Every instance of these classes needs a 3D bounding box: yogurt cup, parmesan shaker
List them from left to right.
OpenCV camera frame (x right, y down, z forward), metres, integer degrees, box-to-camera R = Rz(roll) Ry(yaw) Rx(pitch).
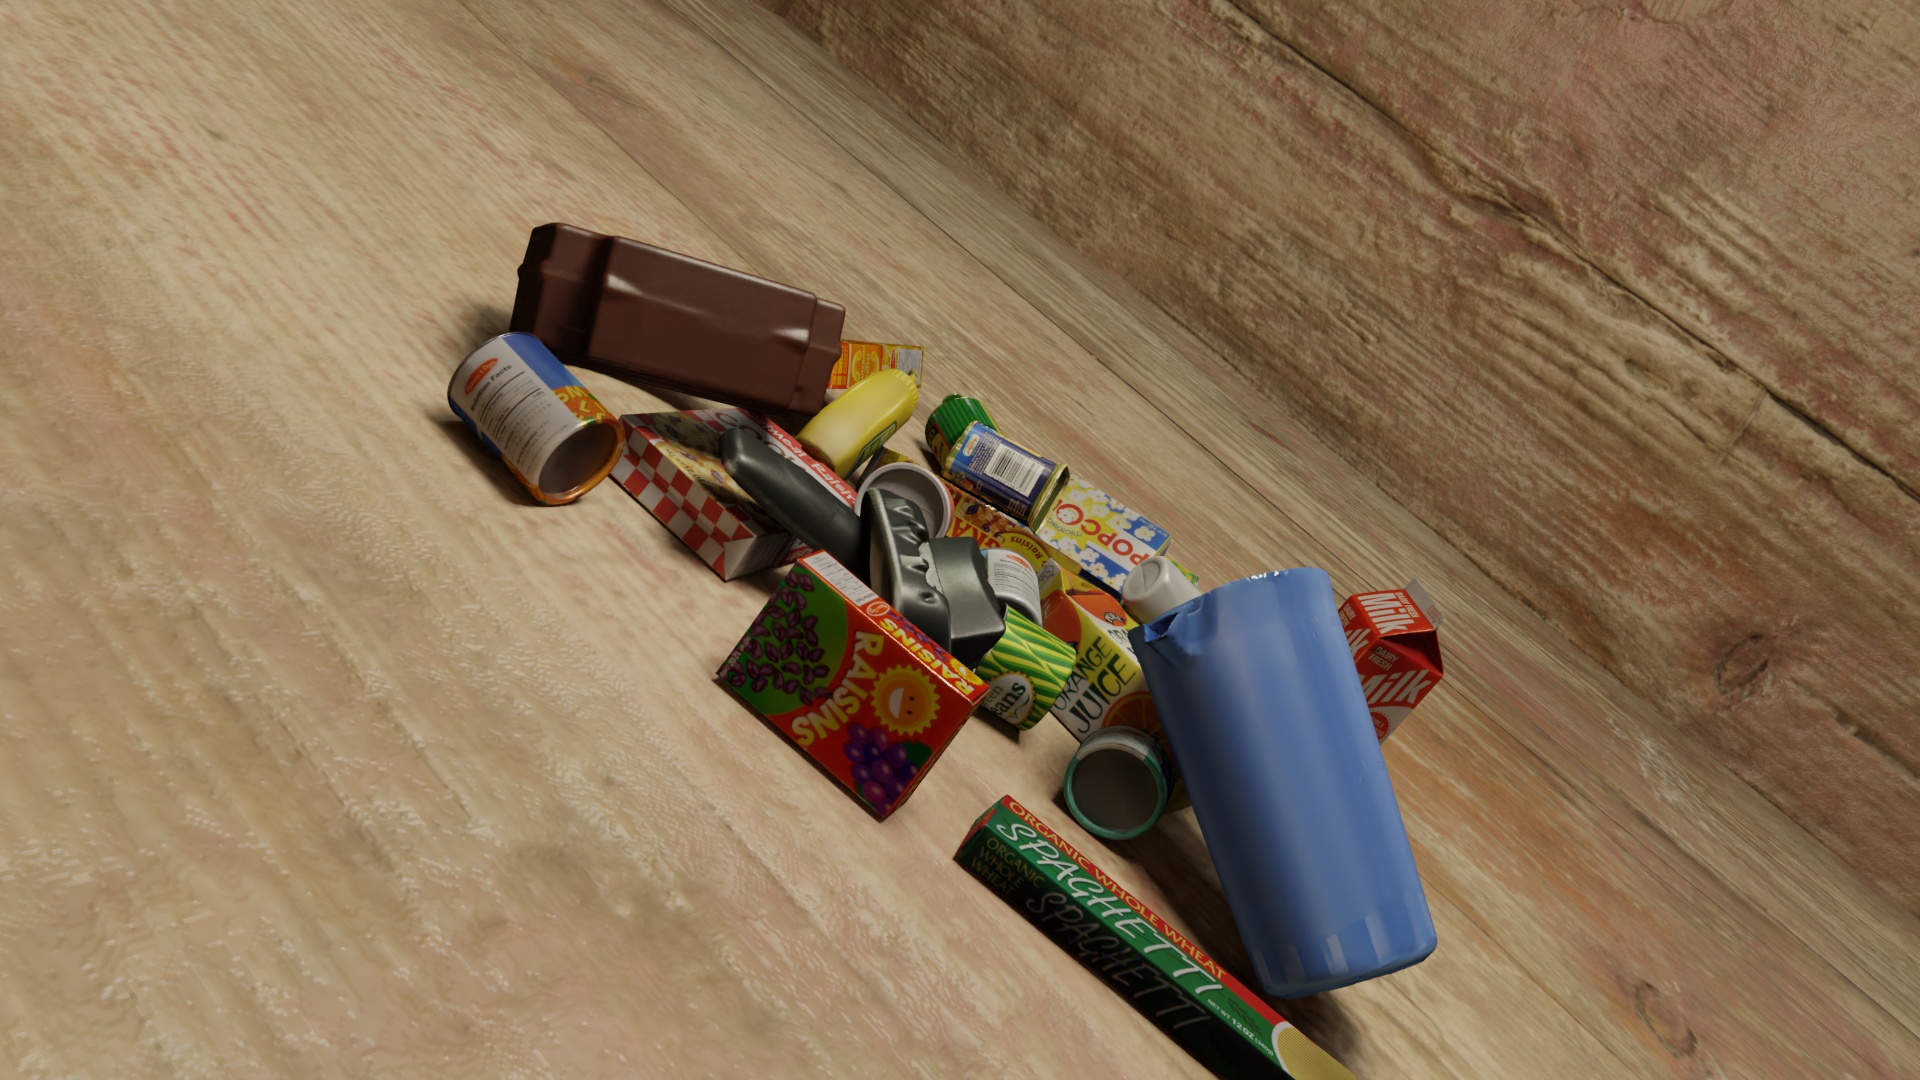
[{"bbox_3d":[-0.036,-0.021,0.980,0.072,0.072,0.054,38,8,8],"label":"yogurt cup"},{"bbox_3d":[0.012,-0.080,1.266,0.071,0.071,0.103,23,23,-32],"label":"parmesan shaker"}]

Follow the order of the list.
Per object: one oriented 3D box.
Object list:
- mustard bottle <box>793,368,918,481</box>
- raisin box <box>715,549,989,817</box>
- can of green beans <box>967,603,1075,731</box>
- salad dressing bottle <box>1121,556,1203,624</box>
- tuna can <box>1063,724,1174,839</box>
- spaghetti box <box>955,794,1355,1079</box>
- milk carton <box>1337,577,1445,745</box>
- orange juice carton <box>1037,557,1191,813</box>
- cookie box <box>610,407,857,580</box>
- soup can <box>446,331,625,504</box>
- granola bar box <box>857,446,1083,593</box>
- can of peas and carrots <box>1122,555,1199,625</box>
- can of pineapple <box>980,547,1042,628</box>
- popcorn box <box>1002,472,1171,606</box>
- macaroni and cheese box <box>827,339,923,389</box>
[{"bbox_3d":[-0.074,-0.096,1.084,0.049,0.065,0.161,42,48,2],"label":"mustard bottle"},{"bbox_3d":[-0.058,0.077,0.755,0.123,0.086,0.040,39,14,9],"label":"raisin box"},{"bbox_3d":[0.035,0.085,0.925,0.058,0.071,0.071,34,19,-8],"label":"can of green beans"},{"bbox_3d":[0.184,0.073,1.063,0.147,0.044,0.064,43,25,-24],"label":"salad dressing bottle"},{"bbox_3d":[0.100,0.155,0.876,0.071,0.071,0.033,38,20,8],"label":"tuna can"},{"bbox_3d":[0.106,0.232,0.756,0.250,0.028,0.050,38,18,7],"label":"spaghetti box"},{"bbox_3d":[0.325,0.117,1.147,0.073,0.190,0.072,30,20,-17],"label":"milk carton"},{"bbox_3d":[0.108,0.101,1.001,0.193,0.071,0.073,45,20,25],"label":"orange juice carton"},{"bbox_3d":[-0.148,-0.038,0.943,0.123,0.040,0.168,40,19,13],"label":"cookie box"},{"bbox_3d":[-0.247,-0.071,0.817,0.084,0.071,0.071,43,20,19],"label":"soup can"},{"bbox_3d":[0.004,-0.014,1.091,0.165,0.039,0.124,31,0,-13],"label":"granola bar box"},{"bbox_3d":[0.172,0.043,1.249,0.059,0.070,0.071,34,19,-2],"label":"can of peas and carrots"},{"bbox_3d":[0.023,0.049,0.985,0.071,0.070,0.058,29,28,-18],"label":"can of pineapple"},{"bbox_3d":[0.106,-0.002,1.202,0.127,0.038,0.085,33,55,17],"label":"popcorn box"},{"bbox_3d":[-0.122,-0.151,1.166,0.124,0.040,0.167,7,9,22],"label":"macaroni and cheese box"}]
